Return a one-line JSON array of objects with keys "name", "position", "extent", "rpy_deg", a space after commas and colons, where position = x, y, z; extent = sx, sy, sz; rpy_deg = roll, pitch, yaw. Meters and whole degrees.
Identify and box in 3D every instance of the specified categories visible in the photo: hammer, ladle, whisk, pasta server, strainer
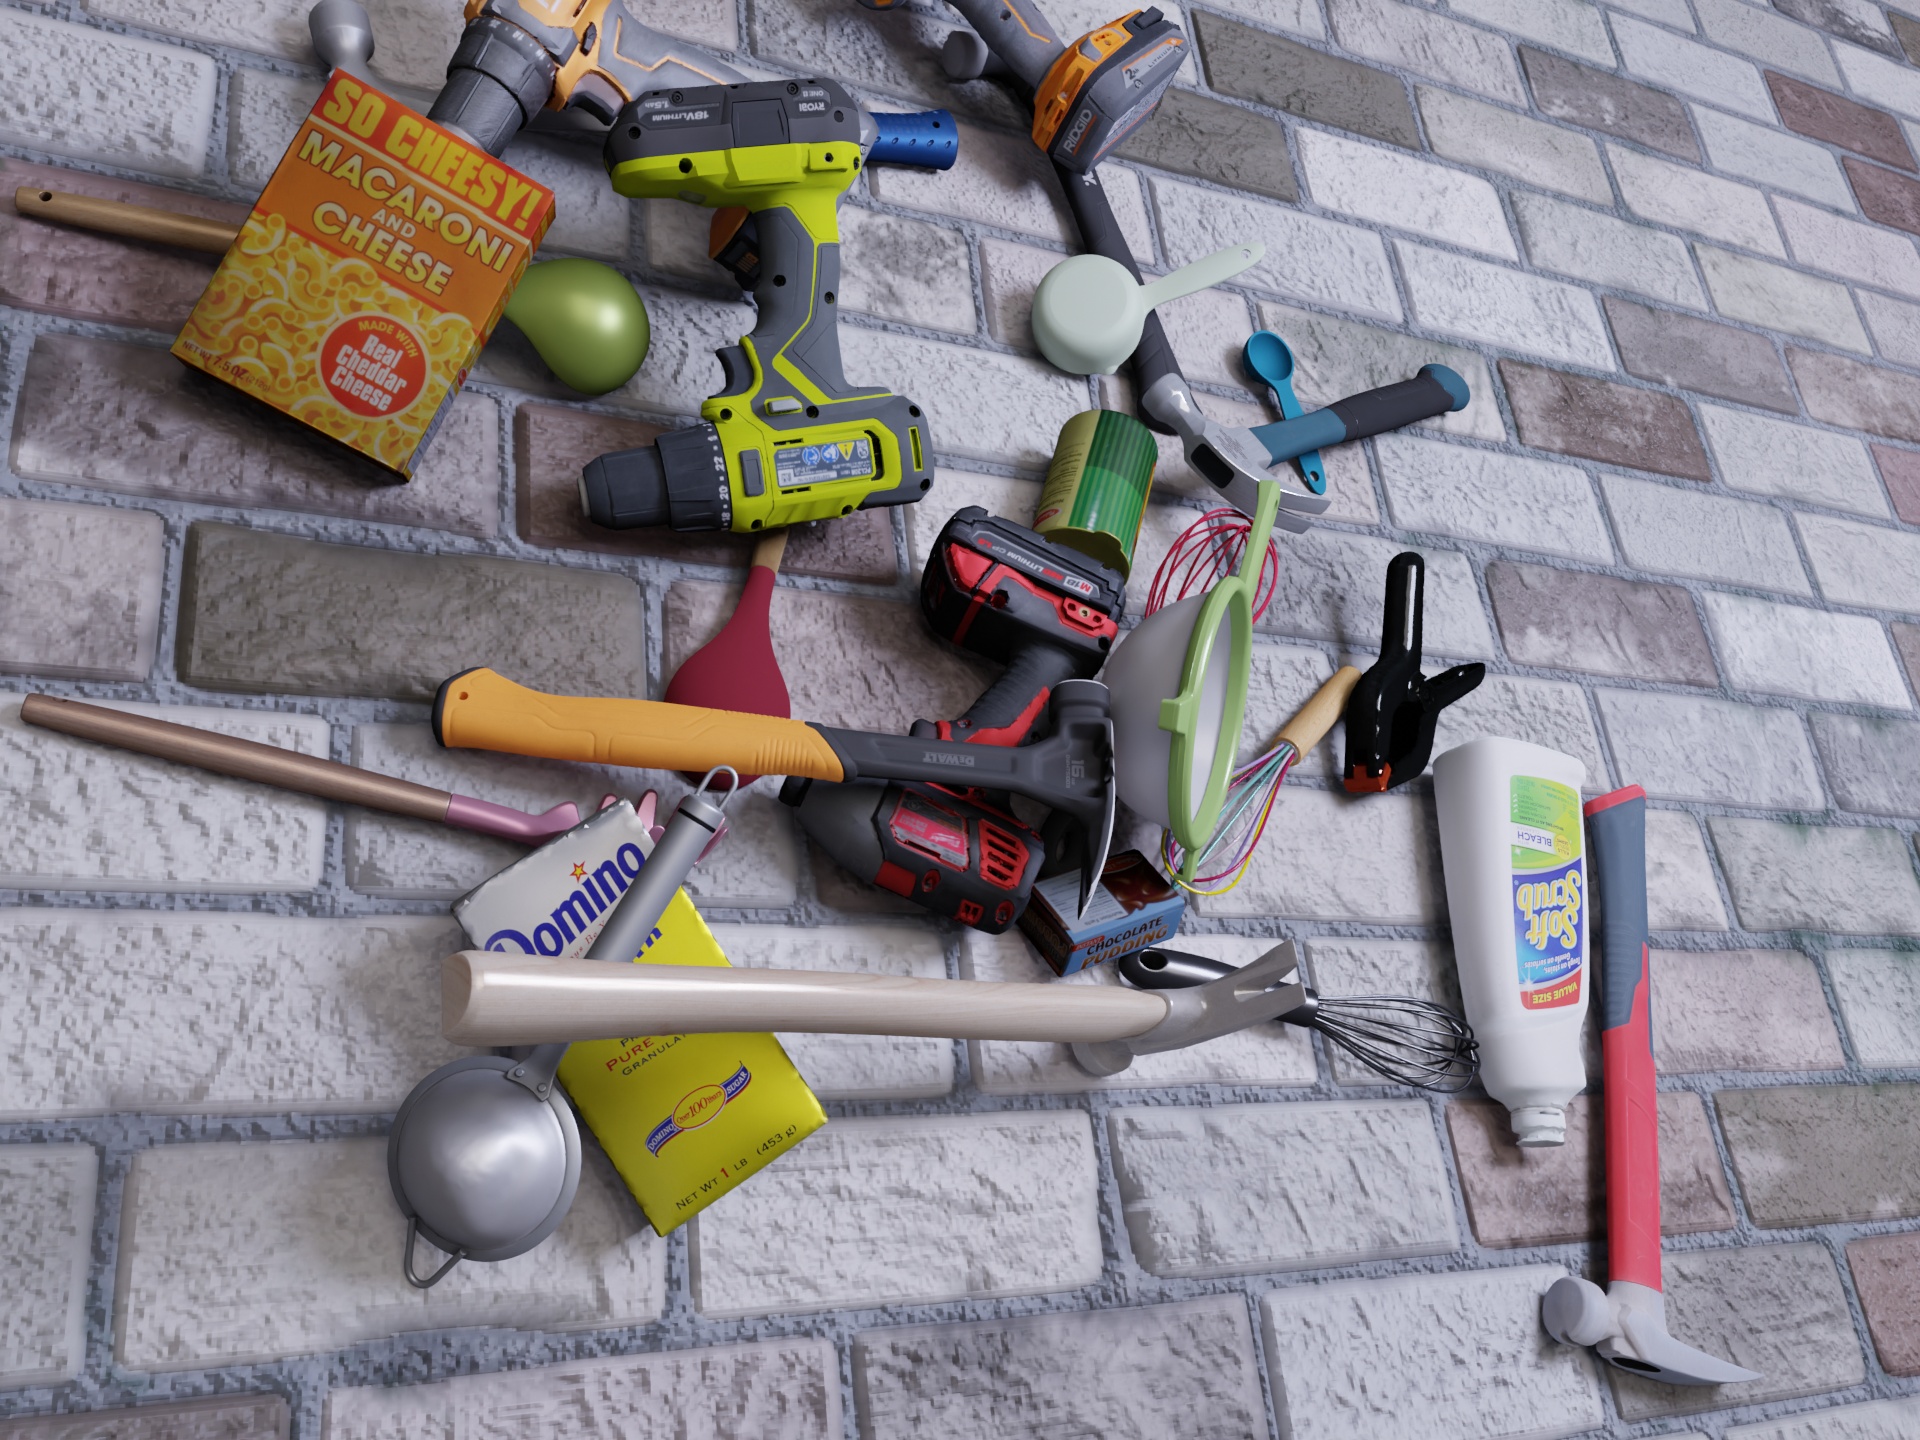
[{"name": "hammer", "position": [0.442, 0.218, 1.024], "extent": [0.143, 0.038, 0.387], "rpy_deg": [24, 57, -17]}, {"name": "hammer", "position": [-0.180, -0.368, 0.995], "extent": [0.405, 0.035, 0.144], "rpy_deg": [-9, 70, -31]}, {"name": "hammer", "position": [0.103, -0.352, 1.134], "extent": [0.146, 0.035, 0.335], "rpy_deg": [-9, 71, -30]}, {"name": "hammer", "position": [-0.023, 0.123, 0.703], "extent": [0.410, 0.146, 0.038], "rpy_deg": [10, 61, -40]}, {"name": "hammer", "position": [0.267, -0.211, 1.122], "extent": [0.331, 0.033, 0.128], "rpy_deg": [-23, 70, -43]}, {"name": "ladle", "position": [-0.327, -0.239, 0.858], "extent": [0.320, 0.062, 0.078], "rpy_deg": [8, 70, -16]}, {"name": "whisk", "position": [0.117, -0.021, 0.965], "extent": [0.073, 0.073, 0.296], "rpy_deg": [36, 61, -7]}, {"name": "ladle", "position": [-0.107, -0.103, 0.908], "extent": [0.069, 0.031, 0.316], "rpy_deg": [20, 57, -16]}, {"name": "whisk", "position": [0.194, 0.034, 0.986], "extent": [0.047, 0.051, 0.245], "rpy_deg": [24, 43, 27]}, {"name": "pasta server", "position": [-0.268, 0.028, 0.751], "extent": [0.316, 0.060, 0.040], "rpy_deg": [16, 100, -17]}, {"name": "hammer", "position": [-0.090, 0.020, 0.786], "extent": [0.337, 0.034, 0.127], "rpy_deg": [6, 53, -4]}, {"name": "whisk", "position": [0.200, 0.170, 0.921], "extent": [0.239, 0.055, 0.055], "rpy_deg": [17, 59, -15]}, {"name": "strainer", "position": [0.128, -0.048, 0.903], "extent": [0.069, 0.151, 0.256], "rpy_deg": [8, 53, 18]}, {"name": "strainer", "position": [-0.169, 0.128, 0.678], "extent": [0.087, 0.050, 0.258], "rpy_deg": [30, 81, 9]}]

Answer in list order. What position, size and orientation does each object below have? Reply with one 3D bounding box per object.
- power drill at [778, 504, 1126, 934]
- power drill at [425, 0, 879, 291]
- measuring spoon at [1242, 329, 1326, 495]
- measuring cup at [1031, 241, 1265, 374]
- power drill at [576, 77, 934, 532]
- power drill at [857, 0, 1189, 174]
[{"name": "power drill", "position": [-0.001, -0.003, 0.878], "extent": [0.143, 0.078, 0.220], "rpy_deg": [24, 61, -2]}, {"name": "power drill", "position": [-0.179, -0.340, 0.912], "extent": [0.226, 0.084, 0.185], "rpy_deg": [31, 69, -22]}, {"name": "measuring spoon", "position": [0.234, -0.220, 1.152], "extent": [0.042, 0.021, 0.129], "rpy_deg": [-15, 83, -32]}, {"name": "measuring cup", "position": [0.127, -0.291, 1.062], "extent": [0.167, 0.038, 0.083], "rpy_deg": [-22, 79, 1]}, {"name": "power drill", "position": [-0.123, -0.215, 0.858], "extent": [0.190, 0.080, 0.228], "rpy_deg": [-10, 101, -15]}, {"name": "power drill", "position": [0.044, -0.502, 1.111], "extent": [0.226, 0.084, 0.164], "rpy_deg": [40, 55, 1]}]
